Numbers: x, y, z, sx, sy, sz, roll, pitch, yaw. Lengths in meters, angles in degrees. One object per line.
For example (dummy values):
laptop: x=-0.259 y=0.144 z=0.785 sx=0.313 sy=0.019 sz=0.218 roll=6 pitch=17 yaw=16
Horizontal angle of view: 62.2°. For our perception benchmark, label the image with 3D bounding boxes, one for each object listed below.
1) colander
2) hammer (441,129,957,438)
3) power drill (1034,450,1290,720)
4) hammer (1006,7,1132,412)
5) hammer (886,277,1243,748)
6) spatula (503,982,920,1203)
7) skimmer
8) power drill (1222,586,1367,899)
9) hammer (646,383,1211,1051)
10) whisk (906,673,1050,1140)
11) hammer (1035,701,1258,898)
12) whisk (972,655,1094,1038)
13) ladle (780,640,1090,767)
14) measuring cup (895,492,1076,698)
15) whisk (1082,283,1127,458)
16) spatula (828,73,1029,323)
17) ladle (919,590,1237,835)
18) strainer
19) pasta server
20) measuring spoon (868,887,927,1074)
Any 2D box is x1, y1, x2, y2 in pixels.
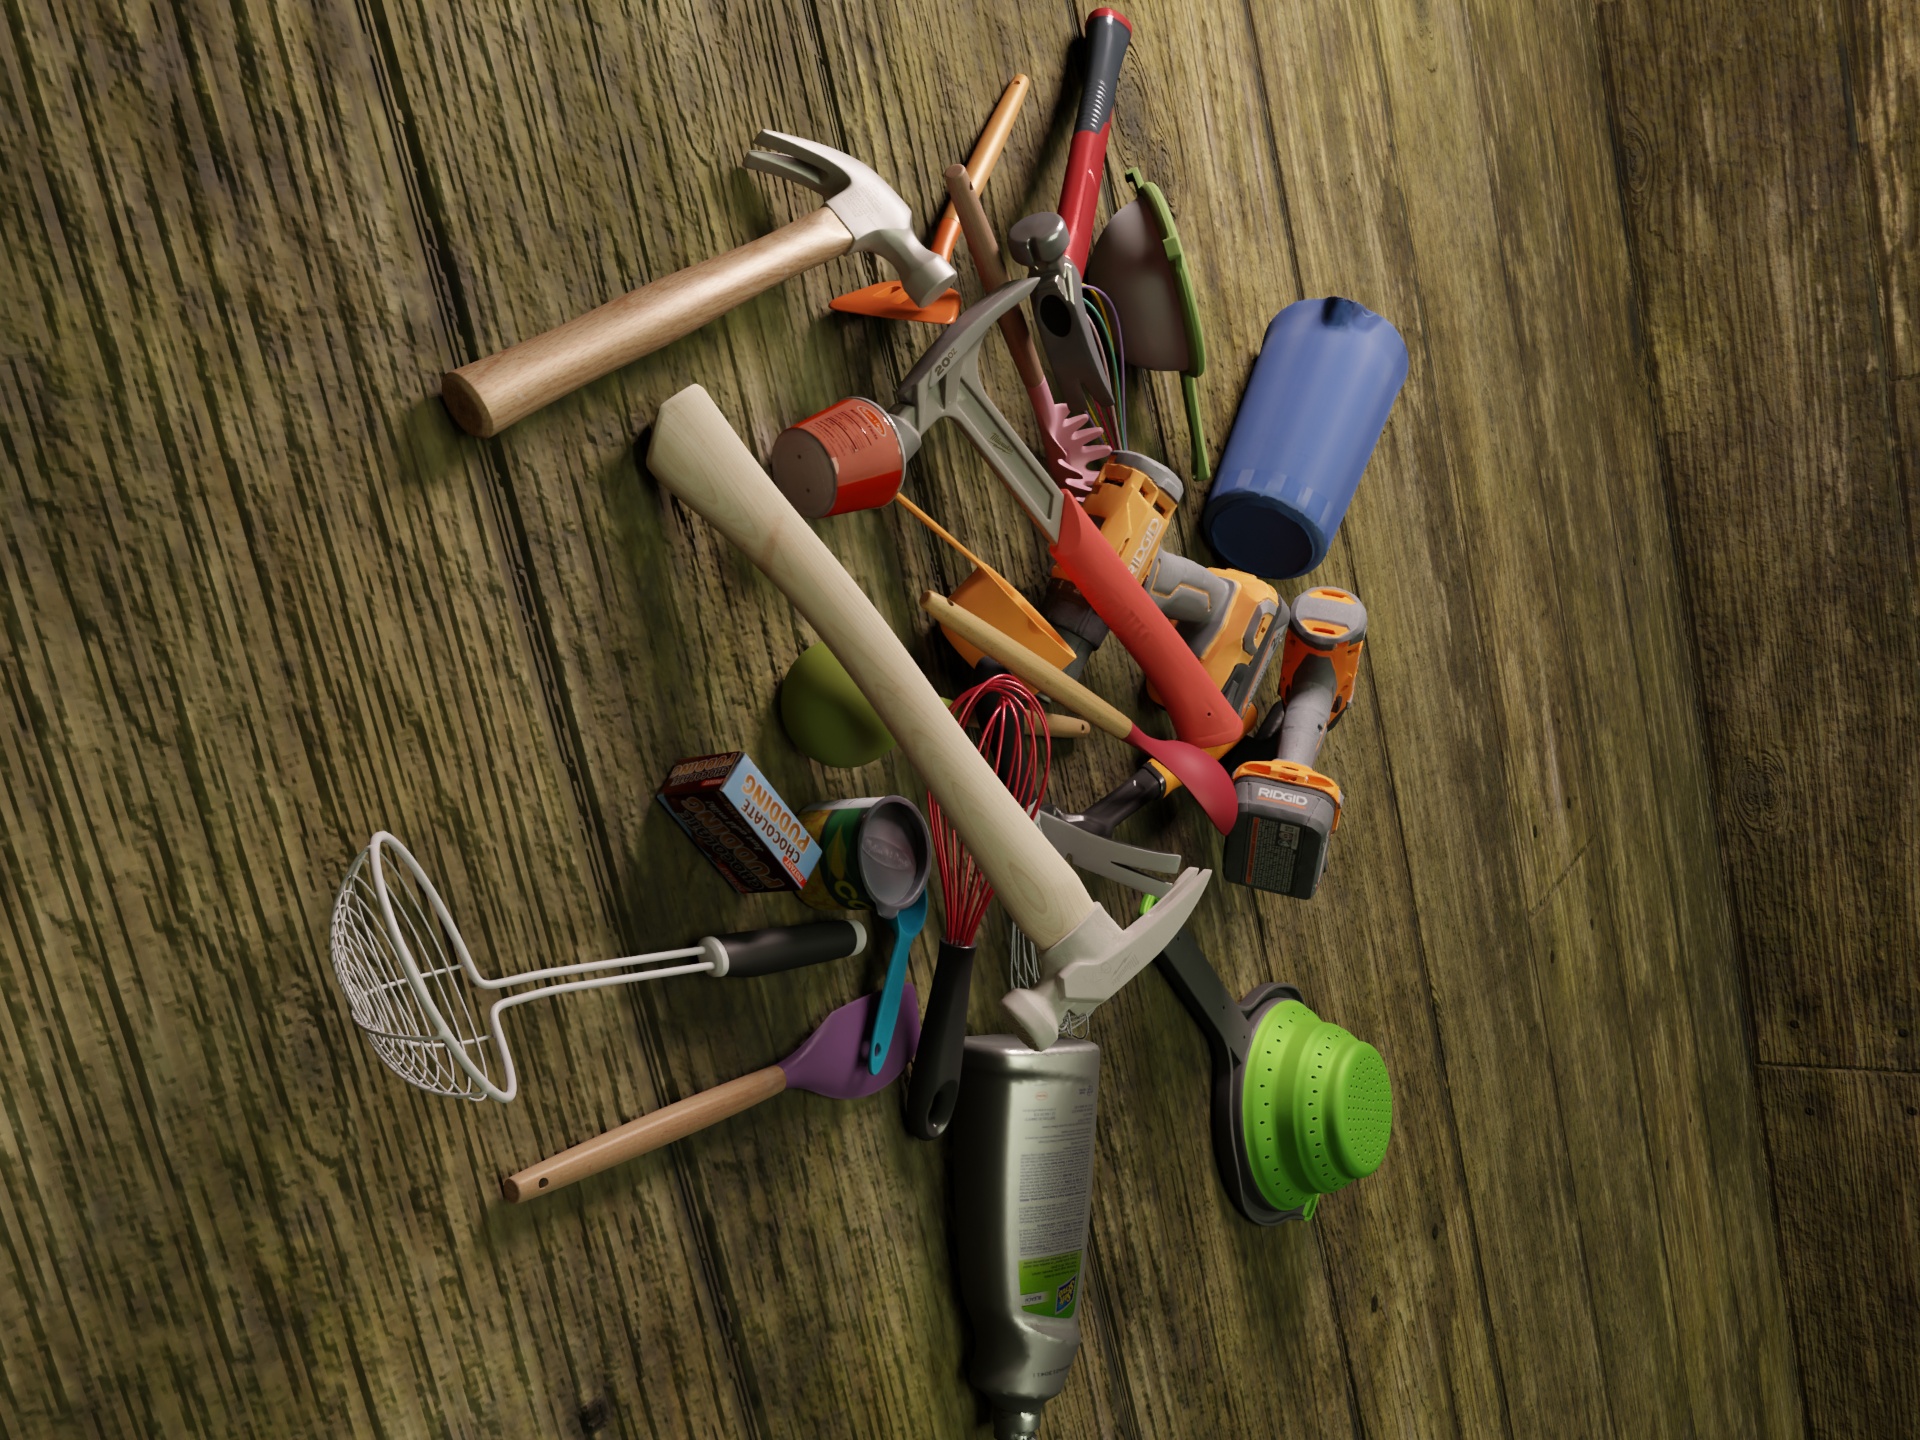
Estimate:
colander: x=0.262 y=0.270 z=1.296 sx=0.396 sy=0.094 sz=0.205 roll=55 pitch=46 yaw=-33
hammer: x=-0.141 y=-0.232 z=0.857 sx=0.130 sy=0.031 sz=0.331 roll=50 pitch=50 yaw=0
power drill: x=0.140 y=-0.068 z=1.178 sx=0.226 sy=0.084 sz=0.185 roll=33 pitch=81 yaw=-47
hammer: x=0.095 y=-0.391 z=1.149 sx=0.143 sy=0.038 sz=0.387 roll=64 pitch=28 yaw=-43
hammer: x=0.091 y=-0.113 z=1.057 sx=0.149 sy=0.037 sz=0.358 roll=-49 pitch=121 yaw=-11
spatula: x=-0.118 y=0.205 z=0.870 sx=0.315 sy=0.018 sz=0.060 roll=-9 pitch=95 yaw=-54
skimmer: x=-0.147 y=0.109 z=0.784 sx=0.363 sy=0.090 sz=0.127 roll=2 pitch=53 yaw=-55
power drill: x=0.271 y=0.026 z=1.274 sx=0.164 sy=0.084 sz=0.227 roll=82 pitch=24 yaw=-53
hammer: x=-0.025 y=-0.017 z=0.887 sx=0.146 sy=0.038 sz=0.410 roll=-39 pitch=99 yaw=-14
whisk: x=0.001 y=0.116 z=0.969 sx=0.073 sy=0.073 sz=0.296 roll=-2 pitch=104 yaw=-53
hammer: x=0.161 y=0.041 z=1.193 sx=0.337 sy=0.127 sz=0.034 roll=-29 pitch=135 yaw=-56
whisk: x=0.045 y=0.087 z=1.039 sx=0.070 sy=0.070 sz=0.284 roll=-40 pitch=125 yaw=-47
ladle: x=-0.002 y=-0.003 z=1.040 sx=0.320 sy=0.062 sz=0.078 roll=7 pitch=83 yaw=-59
measuring cup: x=-0.003 y=-0.081 z=1.028 sx=0.173 sy=0.052 sz=0.095 roll=41 pitch=9 yaw=-15
whisk: x=0.113 y=-0.212 z=1.209 sx=0.047 sy=0.051 sz=0.244 roll=-57 pitch=135 yaw=-51
spatula: x=0.000 y=-0.354 z=1.072 sx=0.041 sy=0.081 sz=0.323 roll=85 pitch=20 yaw=-51
ladle: x=0.087 y=-0.006 z=1.019 sx=0.315 sy=0.031 sz=0.069 roll=31 pitch=29 yaw=-36
strainer: x=0.148 y=-0.289 z=1.250 sx=0.152 sy=0.069 sz=0.256 roll=-101 pitch=174 yaw=-50
pasta server: x=0.050 y=-0.249 z=1.069 sx=0.315 sy=0.040 sz=0.060 roll=59 pitch=33 yaw=-55
measuring spoon: x=-0.047 y=0.151 z=0.963 sx=0.042 sy=0.021 sz=0.129 roll=49 pitch=46 yaw=-52
